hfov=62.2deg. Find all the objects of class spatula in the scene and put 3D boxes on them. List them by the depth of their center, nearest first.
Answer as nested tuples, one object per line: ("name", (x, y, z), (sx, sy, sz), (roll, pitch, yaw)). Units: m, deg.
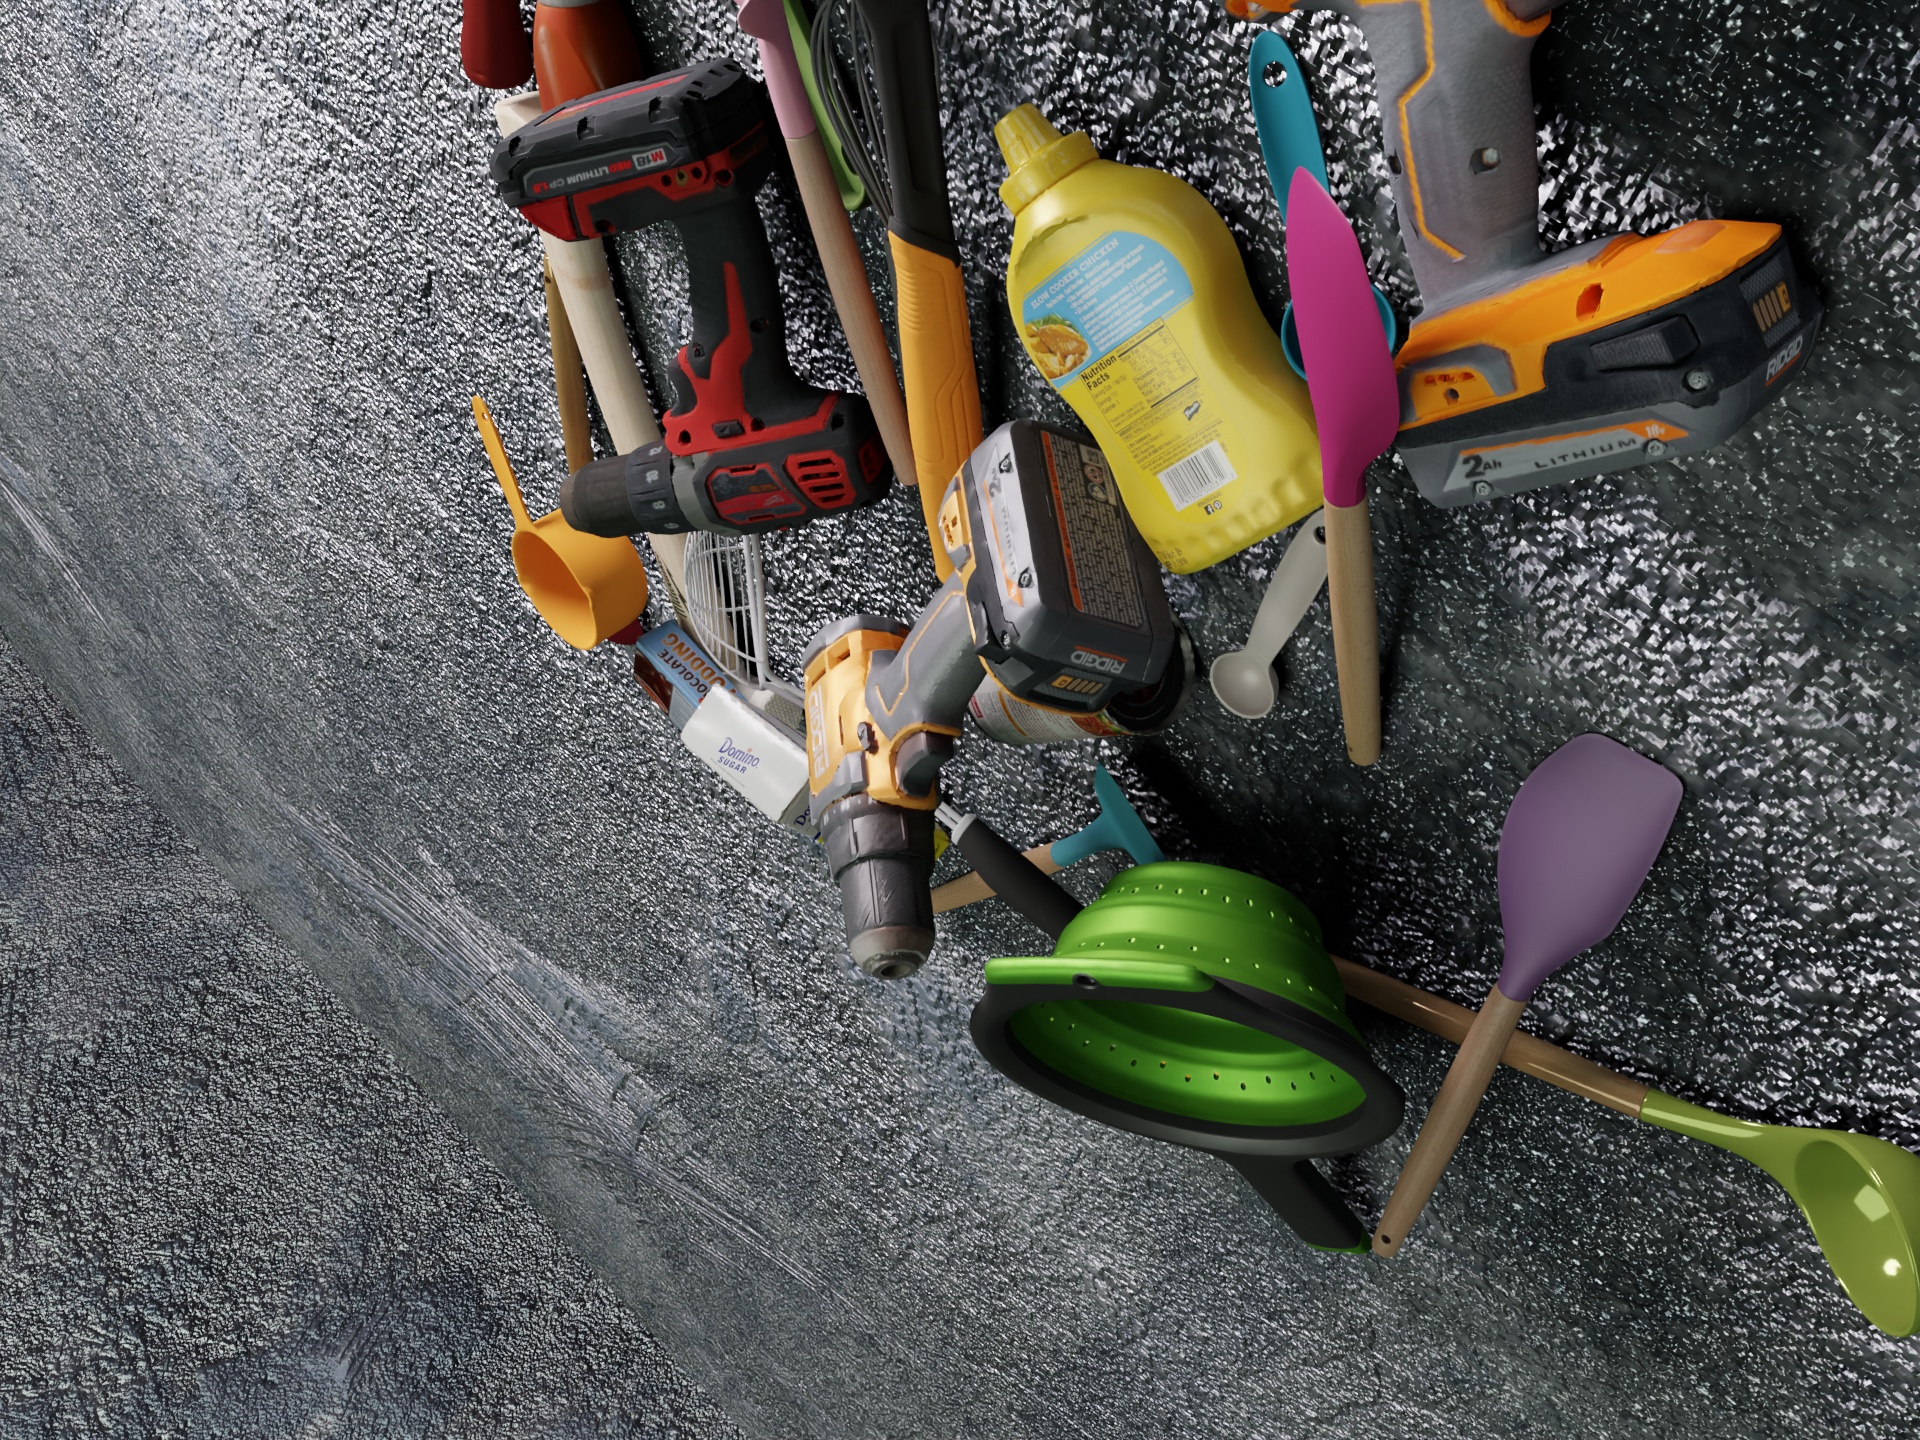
("spatula", (0.236, 0.137, 0.712), (0.060, 0.018, 0.315), (33, 130, 30))
("spatula", (0.038, 0.088, 0.935), (0.082, 0.044, 0.317), (57, 149, -1))

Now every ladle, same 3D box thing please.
("ladle", (0.276, 0.169, 0.713), (0.320, 0.062, 0.078), (20, 135, 43))
("ladle", (-0.249, -0.166, 1.054), (0.069, 0.031, 0.315), (33, 142, 25))

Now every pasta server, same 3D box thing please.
("pasta server", (-0.069, -0.230, 0.696), (0.060, 0.040, 0.315), (-108, 0, -48))

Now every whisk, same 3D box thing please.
("whisk", (-0.025, -0.218, 0.710), (0.055, 0.055, 0.238), (27, 145, 33))

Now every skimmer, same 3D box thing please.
("skimmer", (-0.025, 0.002, 0.895), (0.363, 0.090, 0.127), (40, 157, 12))

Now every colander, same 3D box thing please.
("colander", (0.150, 0.176, 0.824), (0.204, 0.095, 0.396), (-3, 145, 31))

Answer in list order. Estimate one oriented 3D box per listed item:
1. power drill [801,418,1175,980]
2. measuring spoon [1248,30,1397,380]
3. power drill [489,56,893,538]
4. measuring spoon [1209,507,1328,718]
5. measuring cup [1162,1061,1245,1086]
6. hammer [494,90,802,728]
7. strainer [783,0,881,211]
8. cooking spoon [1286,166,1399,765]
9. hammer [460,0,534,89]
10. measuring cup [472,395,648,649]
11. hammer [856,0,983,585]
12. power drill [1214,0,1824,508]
("power drill", (-0.001, -0.002, 0.722), (0.226, 0.084, 0.186), (-44, 44, 44))
("measuring spoon", (0.129, -0.185, 0.580), (0.042, 0.021, 0.128), (-10, 107, 27))
("power drill", (-0.150, -0.193, 0.801), (0.188, 0.080, 0.226), (-7, 123, 21))
("measuring spoon", (0.144, -0.049, 0.701), (0.034, 0.018, 0.124), (39, 139, 18))
("measuring cup", (0.130, 0.153, 0.913), (0.062, 0.029, 0.156), (-4, 107, 52))
("hammer", (-0.204, -0.174, 0.981), (0.146, 0.038, 0.410), (20, 136, 41))
("strainer", (-0.112, -0.332, 0.676), (0.151, 0.069, 0.256), (-3, 118, 52))
("cooking spoon", (0.142, -0.067, 0.585), (0.318, 0.017, 0.069), (64, -178, -55))
("hammer", (-0.219, -0.440, 0.703), (0.149, 0.036, 0.358), (61, 157, 28))
("measuring cup", (-0.253, -0.131, 1.006), (0.095, 0.052, 0.173), (14, 129, 48))
("hammer", (-0.019, -0.182, 0.685), (0.034, 0.127, 0.336), (45, 157, 37))
("power drill", (0.168, -0.189, 0.468), (0.164, 0.084, 0.226), (-9, 112, 53))
